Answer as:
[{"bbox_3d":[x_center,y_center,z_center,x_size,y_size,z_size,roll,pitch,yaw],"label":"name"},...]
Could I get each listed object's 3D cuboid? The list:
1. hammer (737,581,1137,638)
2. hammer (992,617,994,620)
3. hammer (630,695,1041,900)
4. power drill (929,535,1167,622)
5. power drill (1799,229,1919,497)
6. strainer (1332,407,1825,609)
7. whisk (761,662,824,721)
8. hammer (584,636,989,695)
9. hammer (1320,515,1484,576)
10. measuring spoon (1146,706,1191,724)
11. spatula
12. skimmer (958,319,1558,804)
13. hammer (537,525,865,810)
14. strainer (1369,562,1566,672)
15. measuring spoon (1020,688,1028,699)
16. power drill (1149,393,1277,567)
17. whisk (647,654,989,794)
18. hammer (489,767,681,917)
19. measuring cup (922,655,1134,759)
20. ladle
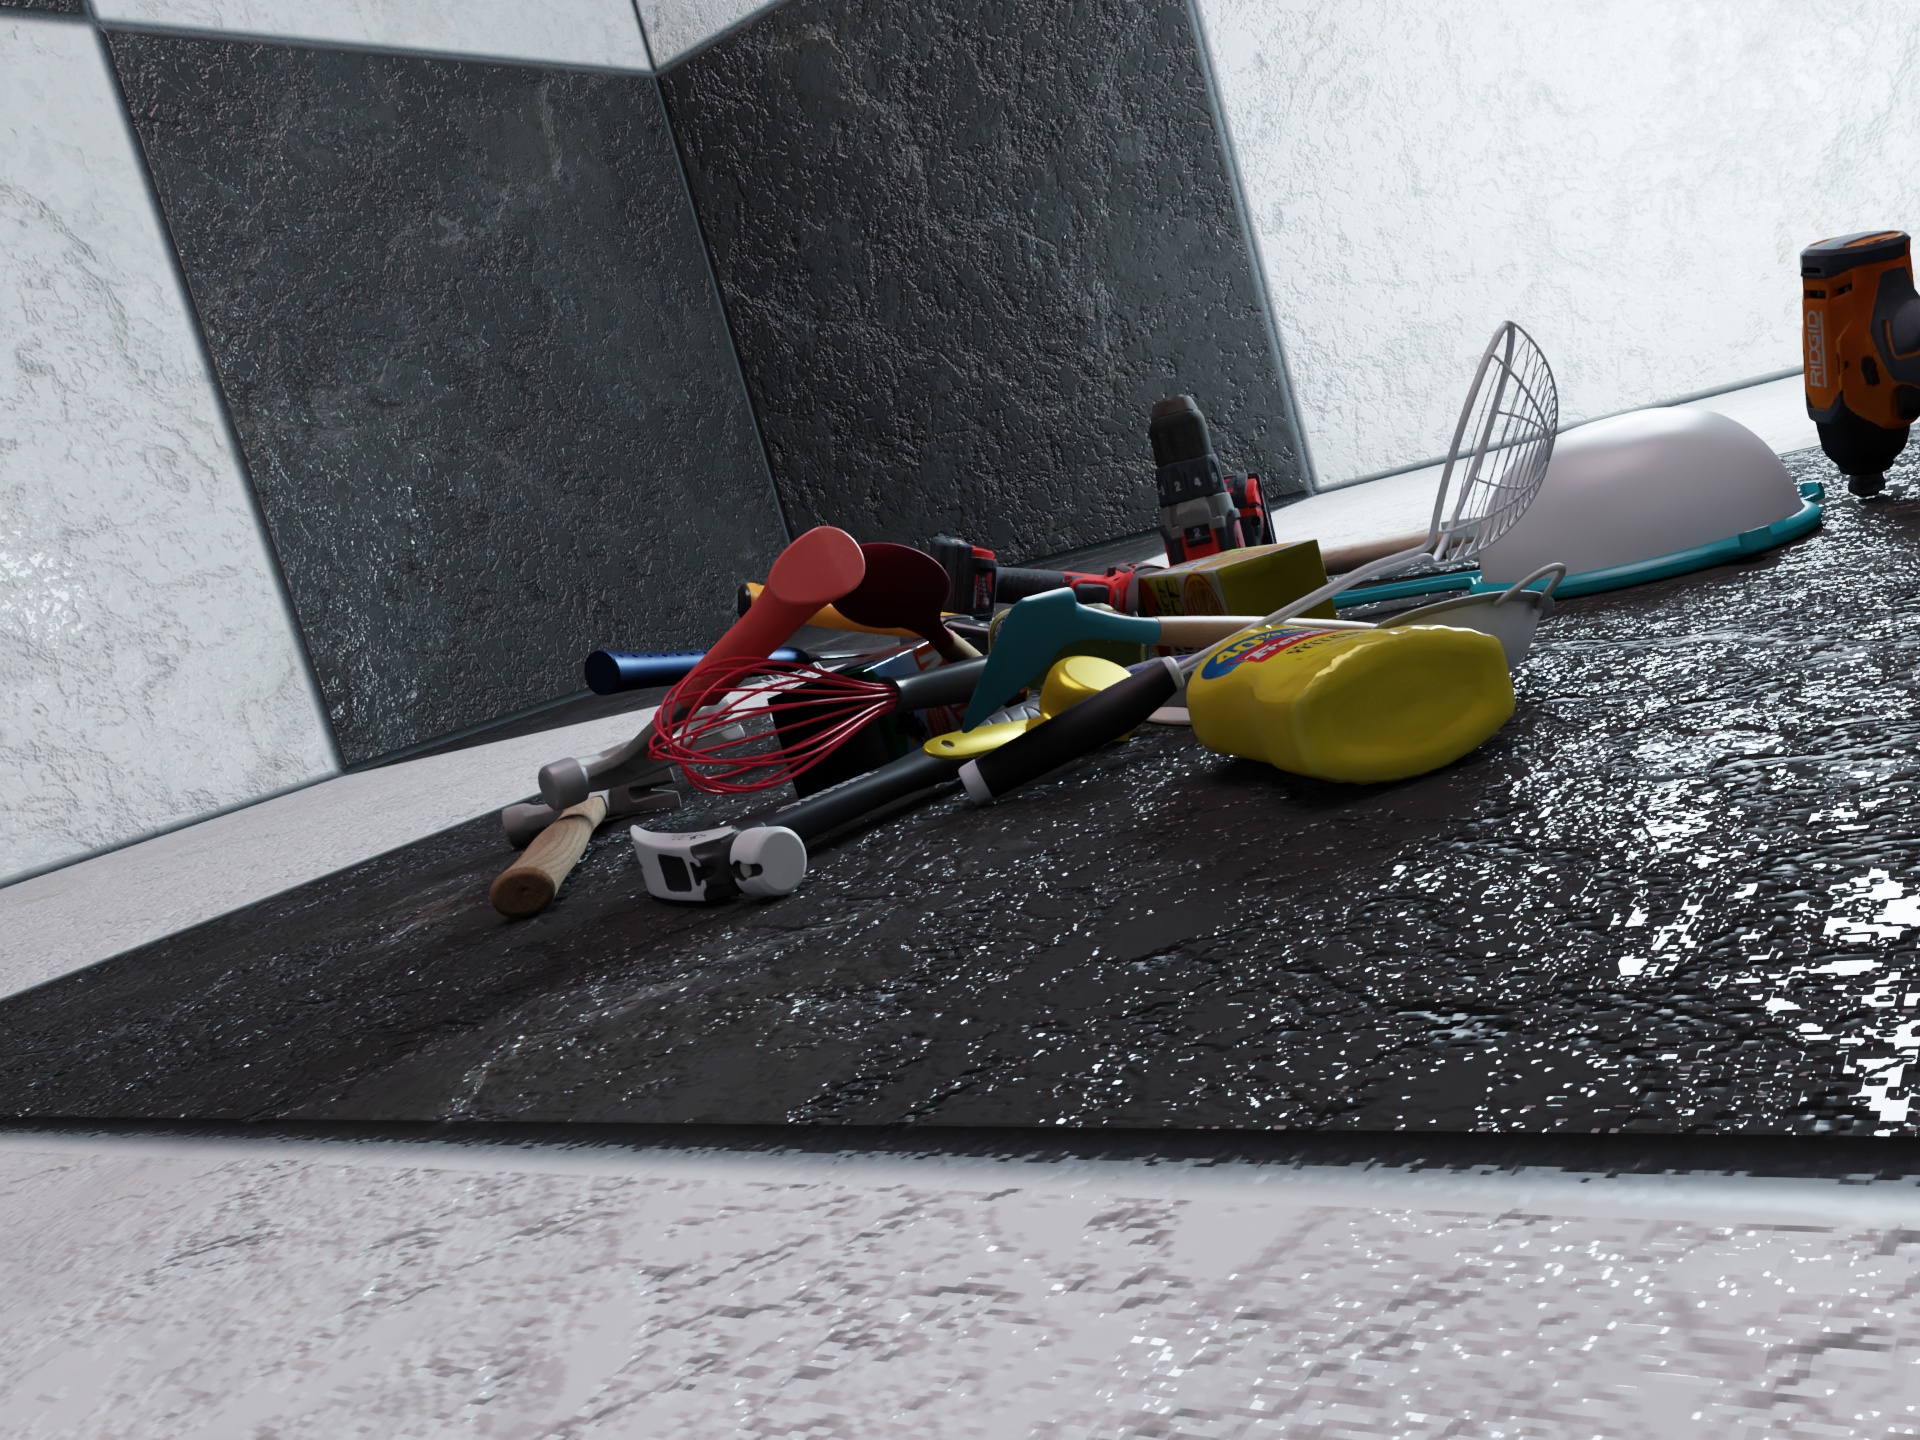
[{"bbox_3d":[-0.024,-0.081,1.294,0.337,0.034,0.127,8,15,18],"label":"hammer"},{"bbox_3d":[0.122,-0.103,1.592,0.331,0.033,0.128,-10,8,39],"label":"hammer"},{"bbox_3d":[-0.028,0.029,0.881,0.334,0.035,0.146,-22,10,-42],"label":"hammer"},{"bbox_3d":[0.083,-0.112,1.388,0.219,0.078,0.143,3,10,-7],"label":"power drill"},{"bbox_3d":[0.583,-0.198,0.921,0.084,0.164,0.227,-17,19,-8],"label":"power drill"},{"bbox_3d":[0.375,-0.139,1.056,0.340,0.095,0.211,-8,10,39],"label":"strainer"},{"bbox_3d":[-0.110,-0.018,1.358,0.070,0.070,0.285,-18,12,-20],"label":"whisk"},{"bbox_3d":[-0.121,-0.052,1.304,0.144,0.035,0.405,12,13,42],"label":"hammer"},{"bbox_3d":[0.336,-0.139,1.349,0.146,0.038,0.411,-13,4,-24],"label":"hammer"},{"bbox_3d":[0.129,-0.008,0.891,0.034,0.018,0.124,-18,7,-16],"label":"measuring spoon"},{"bbox_3d":[0.132,-0.042,0.886,0.317,0.082,0.044,-2,39,-34],"label":"spatula"},{"bbox_3d":[0.150,-0.077,0.822,0.363,0.090,0.127,-29,-24,3],"label":"skimmer"},{"bbox_3d":[-0.136,-0.028,0.937,0.149,0.037,0.359,-24,-5,-34],"label":"hammer"},{"bbox_3d":[0.203,-0.028,0.802,0.086,0.050,0.258,1,-8,-28],"label":"strainer"},{"bbox_3d":[-0.002,-0.004,1.192,0.117,0.011,0.021,-17,17,18],"label":"measuring spoon"},{"bbox_3d":[0.203,-0.164,1.289,0.080,0.188,0.226,-13,3,17],"label":"power drill"},{"bbox_3d":[-0.055,-0.010,0.883,0.073,0.073,0.295,-10,2,40],"label":"whisk"},{"bbox_3d":[-0.252,0.076,1.021,0.130,0.031,0.331,-17,7,-5],"label":"hammer"},{"bbox_3d":[0.040,-0.006,0.863,0.156,0.029,0.062,-14,39,-44],"label":"measuring cup"},{"bbox_3d":[-0.005,-0.044,0.981,0.069,0.031,0.315,-11,-16,15],"label":"ladle"}]
